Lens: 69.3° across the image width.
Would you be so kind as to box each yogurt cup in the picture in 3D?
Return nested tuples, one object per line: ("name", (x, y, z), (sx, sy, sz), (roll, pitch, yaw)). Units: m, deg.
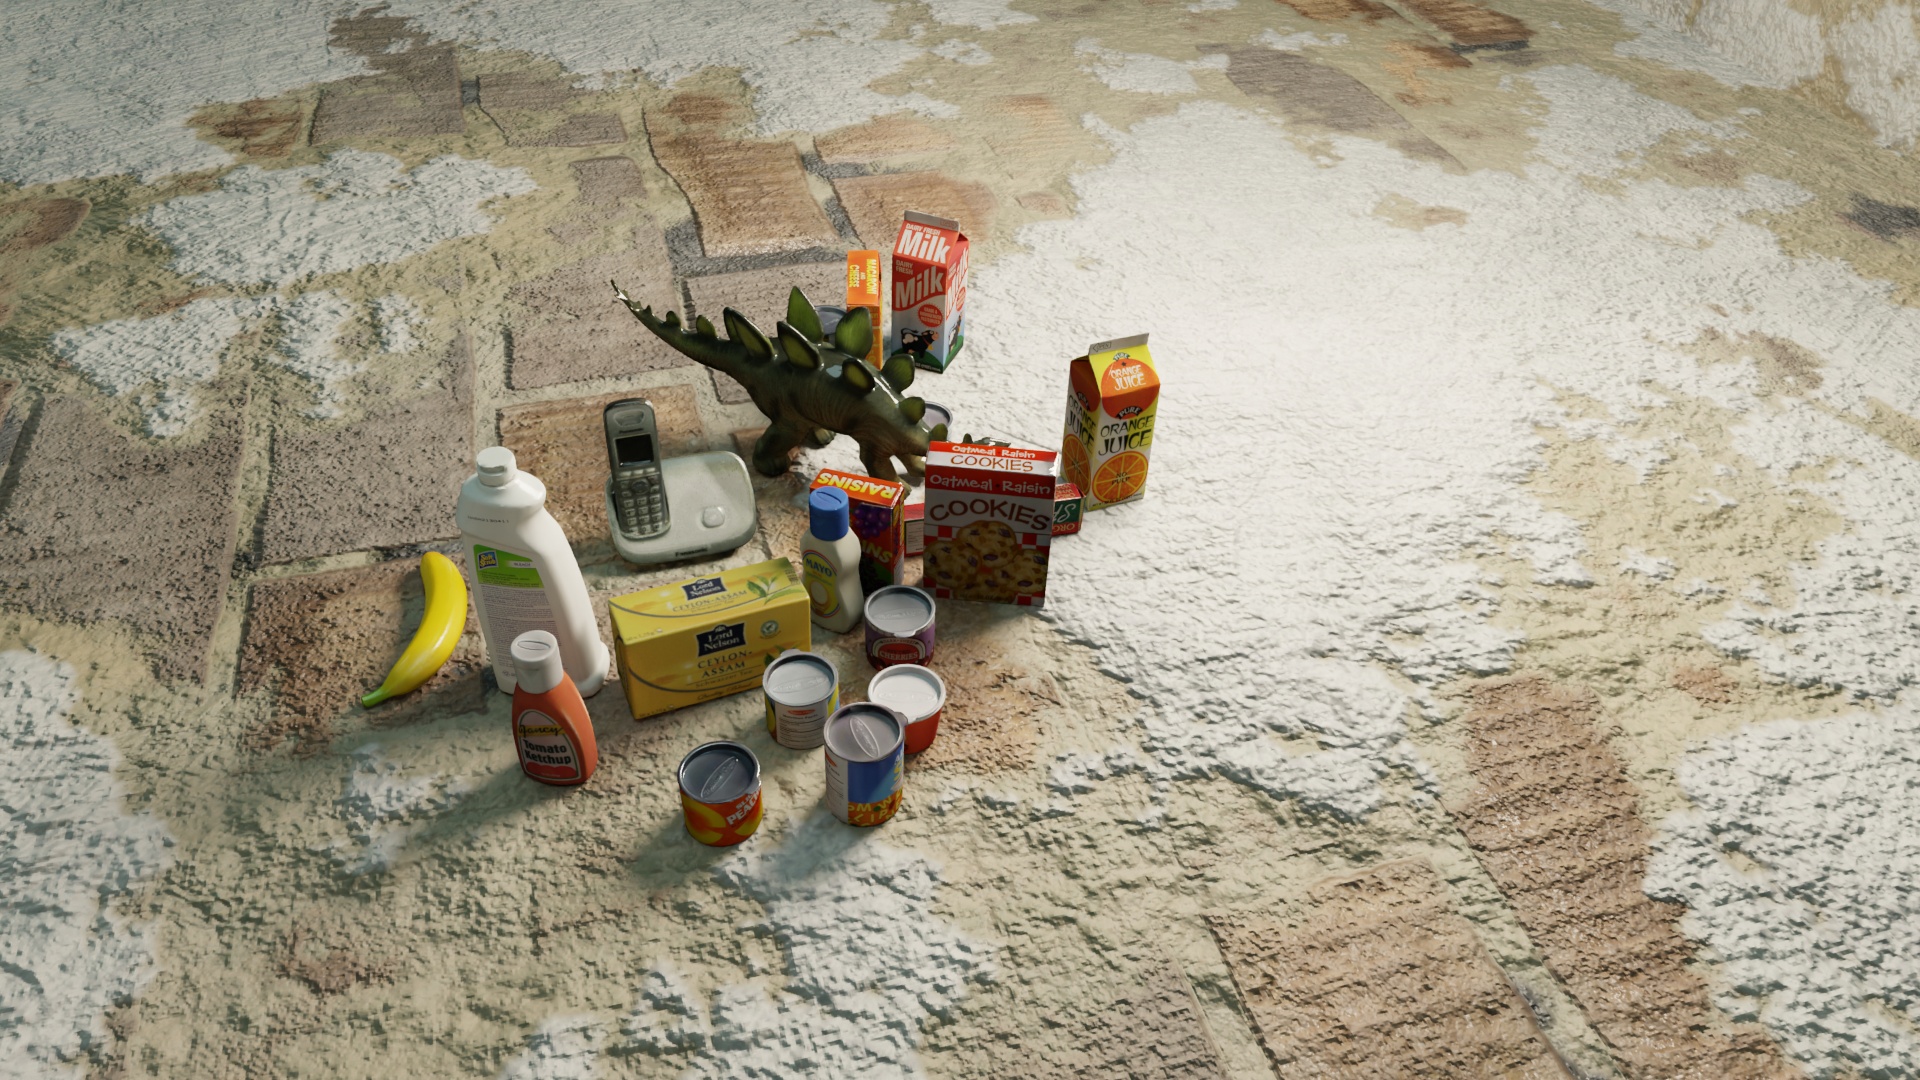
("yogurt cup", (-0.048, 0.150, 1.224), (0.072, 0.053, 0.073), (2, 40, -1))

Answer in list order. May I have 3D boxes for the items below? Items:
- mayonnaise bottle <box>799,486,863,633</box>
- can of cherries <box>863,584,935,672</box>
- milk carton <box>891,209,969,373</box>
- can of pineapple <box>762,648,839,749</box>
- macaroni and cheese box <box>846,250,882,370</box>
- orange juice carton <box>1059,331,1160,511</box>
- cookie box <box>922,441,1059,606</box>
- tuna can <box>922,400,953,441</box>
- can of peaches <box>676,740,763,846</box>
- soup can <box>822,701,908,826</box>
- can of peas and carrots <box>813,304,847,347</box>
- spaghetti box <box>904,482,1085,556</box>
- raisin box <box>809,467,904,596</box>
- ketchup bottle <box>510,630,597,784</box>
("mayonnaise bottle", (-0.123, 0.017, 1.306), (0.065, 0.147, 0.041), (24, 45, 24))
("can of cherries", (-0.057, 0.086, 1.297), (0.071, 0.058, 0.072), (2, 40, -1))
("milk carton", (-0.037, -0.302, 1.659), (0.072, 0.189, 0.074), (15, 42, 15))
("can of pineapple", (-0.140, 0.140, 1.228), (0.071, 0.057, 0.071), (2, 40, -1))
("macaroni and cheese box", (-0.109, -0.229, 1.586), (0.040, 0.165, 0.124), (-1, 40, -3))
("orange juice carton", (0.158, -0.132, 1.464), (0.072, 0.191, 0.073), (-14, 43, -19))
("cookie box", (0.027, -0.015, 1.337), (0.123, 0.166, 0.040), (5, 40, 3))
("tuna can", (-0.044, -0.127, 1.571), (0.071, 0.032, 0.071), (2, 40, -1))
("can of peaches", (-0.195, 0.209, 1.143), (0.071, 0.057, 0.071), (2, 40, -1))
("soup can", (-0.077, 0.186, 1.157), (0.071, 0.083, 0.072), (1, 40, -1))
("can of peas and carrots", (-0.165, -0.245, 1.685), (0.071, 0.058, 0.071), (2, 40, -1))
("spaghetti box", (0.005, -0.018, 1.430), (0.250, 0.049, 0.029), (-8, 41, -12))
("raisin box", (-0.100, -0.005, 1.353), (0.086, 0.122, 0.040), (13, 41, 12))
("ketchup bottle", (-0.341, 0.139, 1.149), (0.065, 0.148, 0.044), (6, 40, 5))
